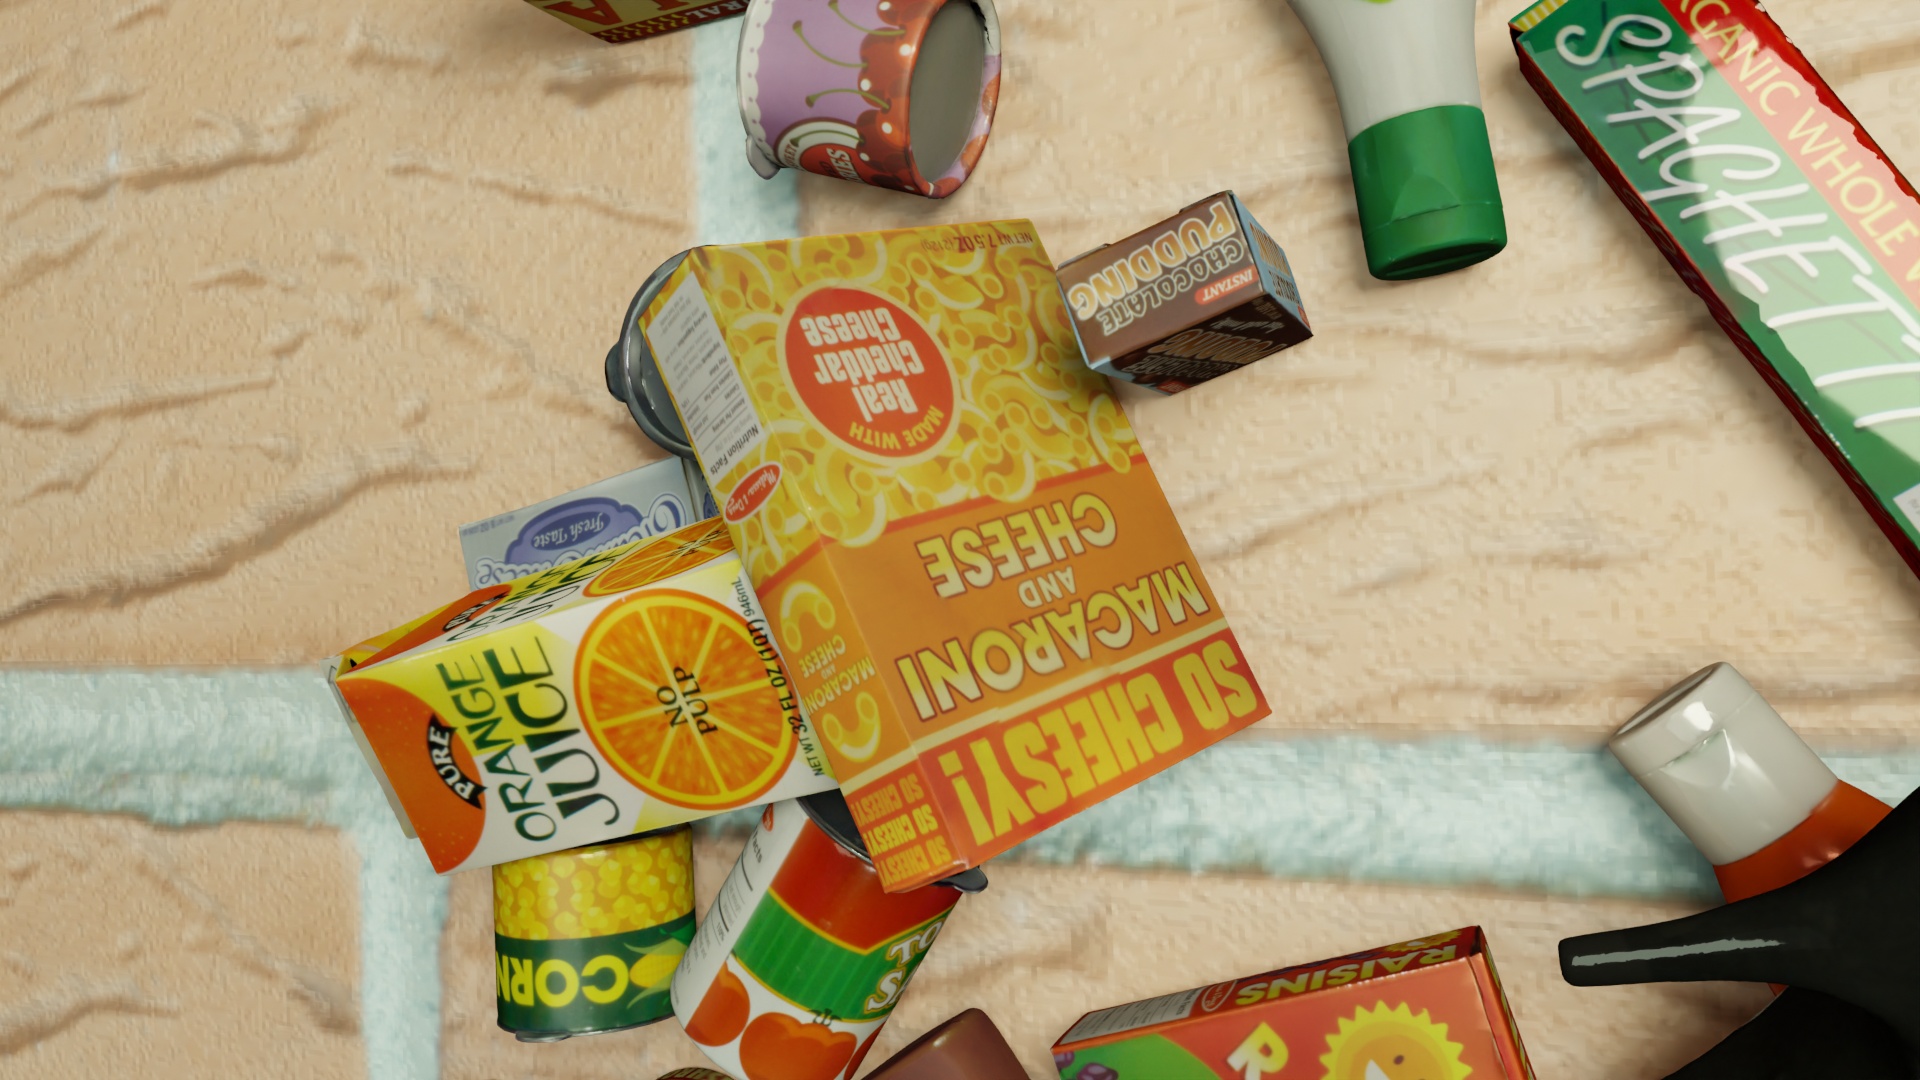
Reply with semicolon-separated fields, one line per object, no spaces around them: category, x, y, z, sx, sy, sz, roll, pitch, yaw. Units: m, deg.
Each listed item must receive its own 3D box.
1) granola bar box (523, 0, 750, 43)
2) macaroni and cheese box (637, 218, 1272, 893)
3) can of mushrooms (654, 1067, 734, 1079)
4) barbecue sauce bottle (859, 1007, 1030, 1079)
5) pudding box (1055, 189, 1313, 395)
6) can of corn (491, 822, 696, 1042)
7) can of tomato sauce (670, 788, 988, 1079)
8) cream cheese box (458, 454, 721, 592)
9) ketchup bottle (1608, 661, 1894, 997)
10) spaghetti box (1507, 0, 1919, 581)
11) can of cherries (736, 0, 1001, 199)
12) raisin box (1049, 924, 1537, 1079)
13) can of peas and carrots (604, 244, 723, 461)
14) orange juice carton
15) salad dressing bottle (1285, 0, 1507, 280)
granola bar box;-0.076;-0.202;0.417;0.165;0.124;0.039;-5;88;22
macaroni and cheese box;0.001;-0.005;0.384;0.040;0.124;0.166;-36;75;48
can of mushrooms;-0.095;0.213;0.469;0.071;0.033;0.071;0;90;23
barbecue sauce bottle;0.022;0.220;0.415;0.064;0.044;0.149;-43;75;29
pudding box;0.063;-0.065;0.380;0.049;0.084;0.030;-21;82;21
can of corn;-0.122;0.126;0.461;0.071;0.071;0.058;-5;87;22
can of tomato sauce;-0.041;0.119;0.431;0.071;0.071;0.083;34;103;19
cream cheese box;-0.127;0.008;0.489;0.103;0.024;0.053;-16;85;22
ketchup bottle;0.223;0.097;0.334;0.064;0.043;0.149;-46;73;25
spaghetti box;0.229;-0.045;0.341;0.050;0.029;0.250;-36;77;18
can of cherries;-0.027;-0.140;0.428;0.058;0.071;0.071;17;96;20
raisin box;0.098;0.165;0.387;0.123;0.040;0.086;-20;81;20
can of peas and carrots;-0.068;-0.056;0.447;0.071;0.059;0.071;0;89;23
orange juice carton;-0.118;0.048;0.437;0.192;0.073;0.071;-16;104;21
salad dressing bottle;0.118;-0.147;0.380;0.064;0.044;0.147;-11;85;23
